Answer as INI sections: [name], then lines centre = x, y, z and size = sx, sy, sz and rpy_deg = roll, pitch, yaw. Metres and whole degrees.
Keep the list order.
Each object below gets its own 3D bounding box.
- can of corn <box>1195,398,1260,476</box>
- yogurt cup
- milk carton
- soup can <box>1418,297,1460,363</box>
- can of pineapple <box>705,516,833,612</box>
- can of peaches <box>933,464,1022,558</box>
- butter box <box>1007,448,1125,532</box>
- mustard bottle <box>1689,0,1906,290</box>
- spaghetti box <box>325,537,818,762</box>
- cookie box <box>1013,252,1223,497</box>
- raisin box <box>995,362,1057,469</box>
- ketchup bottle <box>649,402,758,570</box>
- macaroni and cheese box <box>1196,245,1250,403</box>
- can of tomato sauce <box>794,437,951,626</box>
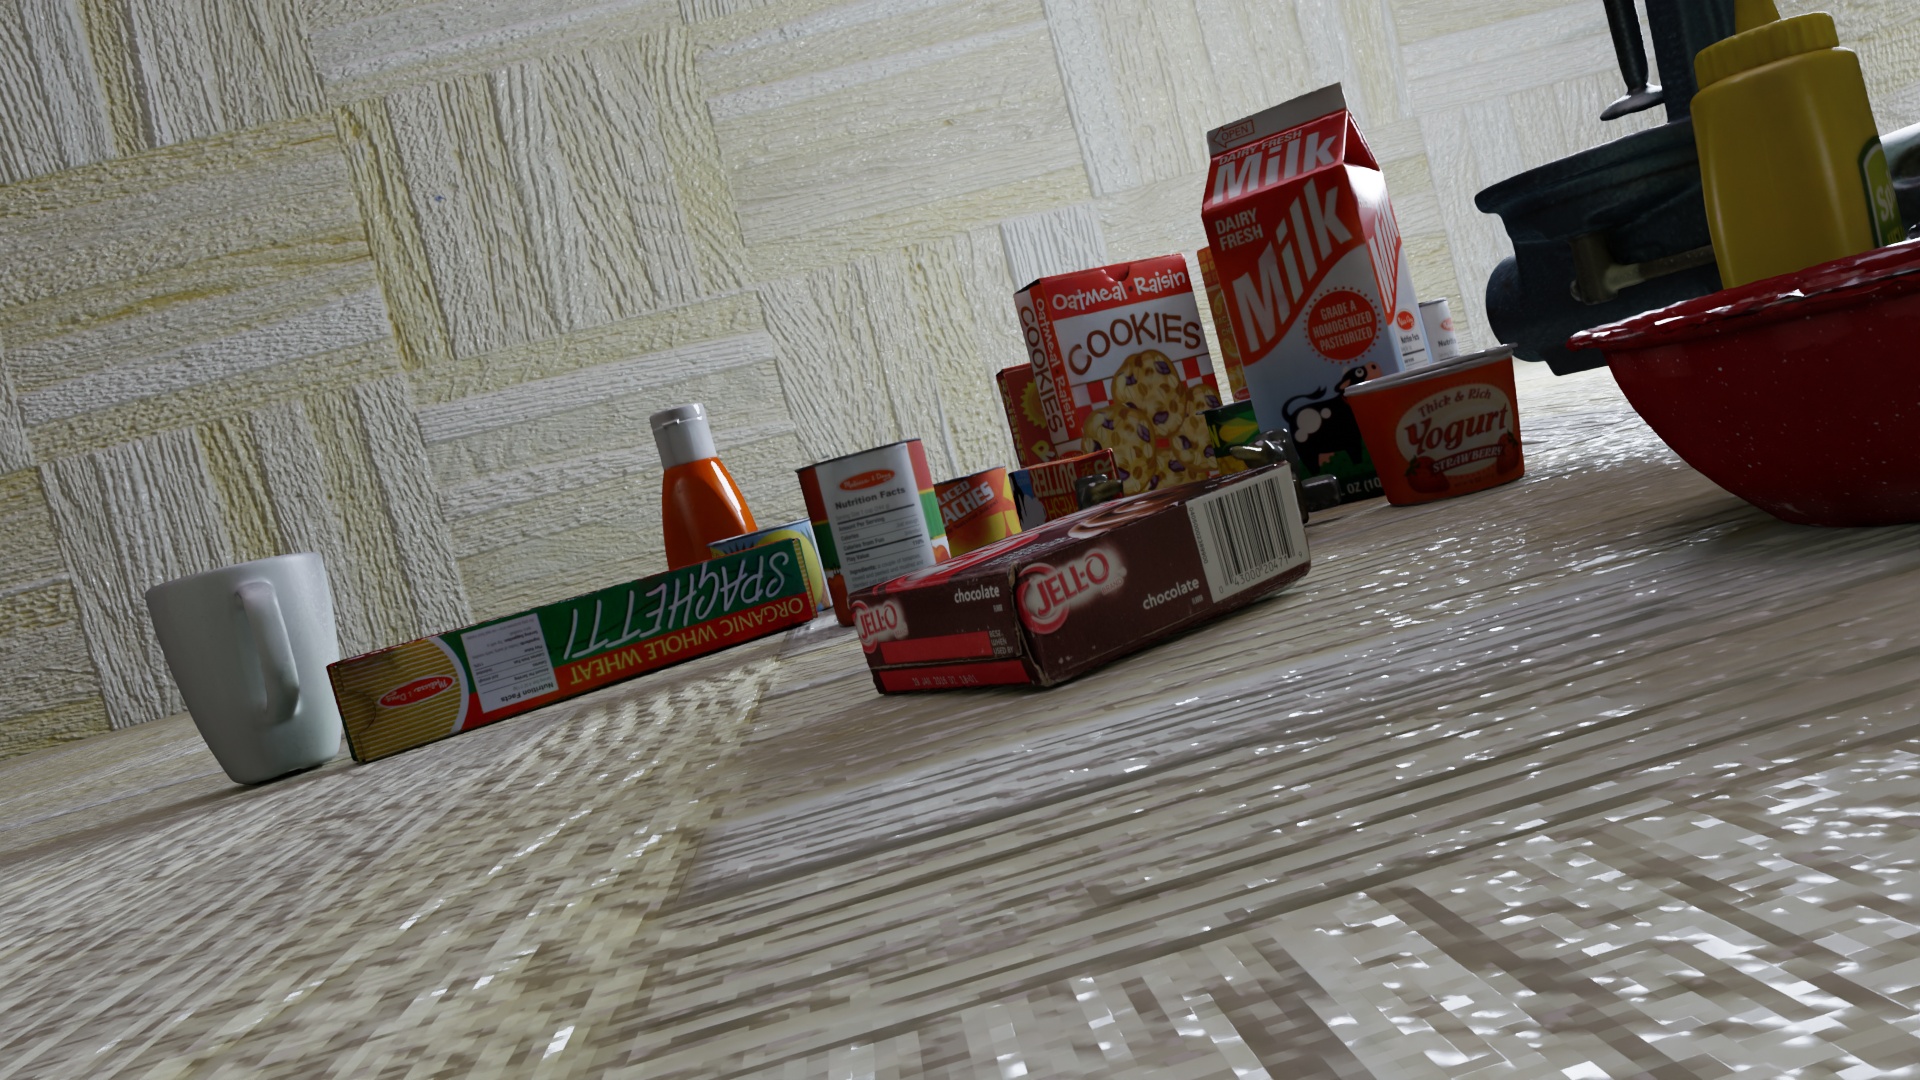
[can of corn]
centre = 0.187, -0.060, 0.858
size = 0.071, 0.058, 0.071
rpy_deg = -15, 3, 1
[yogurt cup]
centre = 0.198, -0.046, 0.572
size = 0.072, 0.054, 0.072
rpy_deg = -15, 3, 1
[milk carton]
centre = 0.173, -0.115, 0.665
size = 0.072, 0.190, 0.074
rpy_deg = -14, 3, 32
[soup can]
centre = 0.237, -0.081, 0.753
size = 0.071, 0.083, 0.071
rpy_deg = -15, 2, 1
[can of pineapple]
centre = -0.118, 0.021, 0.857
size = 0.071, 0.058, 0.071
rpy_deg = -15, 3, 1
[can of peaches]
centre = 0.003, -0.011, 0.854
size = 0.071, 0.058, 0.071
rpy_deg = -15, 3, 1
[butter box]
centre = 0.059, -0.019, 0.762
size = 0.024, 0.053, 0.103
rpy_deg = -16, 3, -18
[mustard bottle]
centre = 0.266, -0.113, 0.443
size = 0.048, 0.160, 0.065
rpy_deg = -13, 3, 43
[spaghetti box]
centre = -0.191, 0.052, 0.720
size = 0.251, 0.050, 0.028
rpy_deg = -17, 3, -33
[cookie box]
centre = 0.115, -0.101, 0.935
size = 0.123, 0.167, 0.040
rpy_deg = -16, 3, -30
[raisin box]
centre = 0.083, -0.074, 1.010
size = 0.086, 0.123, 0.040
rpy_deg = -15, 2, -7
[ketchup bottle]
centre = -0.169, -0.015, 0.919
size = 0.065, 0.148, 0.043
rpy_deg = -15, 2, 7
[macaroni and cheese box]
centre = 0.240, -0.136, 0.978
size = 0.124, 0.166, 0.040
rpy_deg = -16, 3, -31
[can of tomato sauce]
centre = -0.041, -0.005, 0.709
size = 0.071, 0.083, 0.071
rpy_deg = -15, 2, 1
